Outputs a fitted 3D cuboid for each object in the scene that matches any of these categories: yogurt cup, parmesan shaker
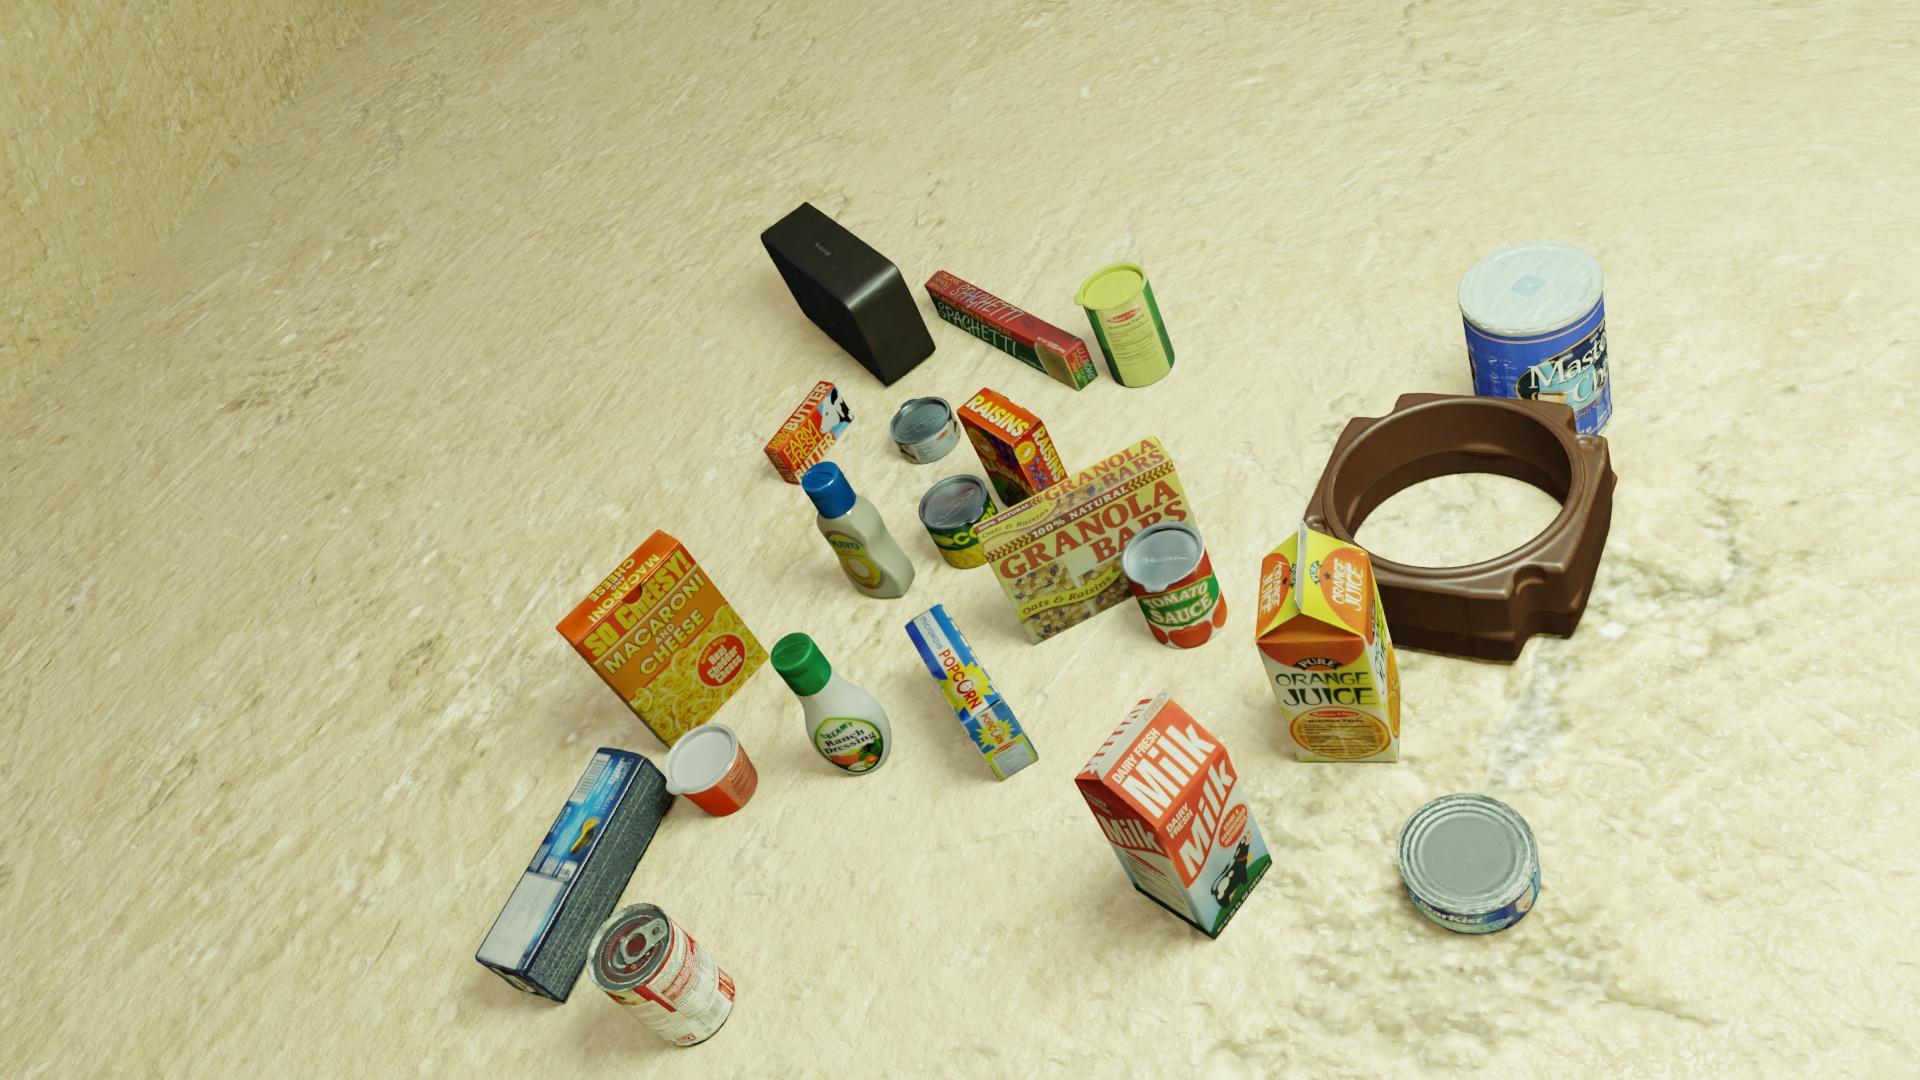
[{"bbox_3d":[-0.207,0.196,1.172,0.072,0.053,0.073,-15,44,15],"label":"yogurt cup"},{"bbox_3d":[0.157,-0.204,1.325,0.071,0.102,0.072,-15,44,15],"label":"parmesan shaker"}]

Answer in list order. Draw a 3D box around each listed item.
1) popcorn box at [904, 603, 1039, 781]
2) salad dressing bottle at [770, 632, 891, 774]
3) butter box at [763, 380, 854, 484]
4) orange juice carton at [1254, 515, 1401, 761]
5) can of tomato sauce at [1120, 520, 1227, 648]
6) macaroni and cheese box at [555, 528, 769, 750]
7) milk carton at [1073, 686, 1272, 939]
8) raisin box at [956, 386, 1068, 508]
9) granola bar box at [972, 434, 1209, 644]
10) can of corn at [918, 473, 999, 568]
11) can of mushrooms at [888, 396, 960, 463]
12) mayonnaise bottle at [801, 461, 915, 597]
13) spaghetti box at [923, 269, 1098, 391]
[{"bbox_3d":[0.008,0.119,1.108,0.038,0.085,0.127,-32,42,-3],"label":"popcorn box"},{"bbox_3d":[-0.104,0.131,1.110,0.064,0.147,0.044,-20,43,10],"label":"salad dressing bottle"},{"bbox_3d":[-0.156,-0.112,1.441,0.024,0.053,0.104,15,58,38],"label":"butter box"},{"bbox_3d":[0.249,0.071,0.947,0.073,0.192,0.072,-5,48,25],"label":"orange juice carton"},{"bbox_3d":[0.171,0.038,1.101,0.071,0.082,0.071,-15,44,15],"label":"can of tomato sauce"},{"bbox_3d":[-0.256,0.090,1.217,0.040,0.165,0.124,25,65,42],"label":"macaroni and cheese box"},{"bbox_3d":[0.137,0.174,0.909,0.073,0.189,0.072,25,65,42],"label":"milk carton"},{"bbox_3d":[0.054,-0.070,1.236,0.040,0.123,0.086,-41,44,-12],"label":"raisin box"},{"bbox_3d":[0.108,0.001,1.139,0.165,0.123,0.039,-27,42,2],"label":"granola bar box"},{"bbox_3d":[0.004,-0.016,1.259,0.071,0.058,0.071,-15,44,15],"label":"can of corn"},{"bbox_3d":[-0.036,-0.112,1.391,0.071,0.033,0.071,-15,44,15],"label":"can of mushrooms"},{"bbox_3d":[-0.095,-0.008,1.239,0.065,0.147,0.041,6,53,33],"label":"mayonnaise bottle"},{"bbox_3d":[0.047,-0.221,1.440,0.029,0.050,0.250,-41,44,-13],"label":"spaghetti box"}]
